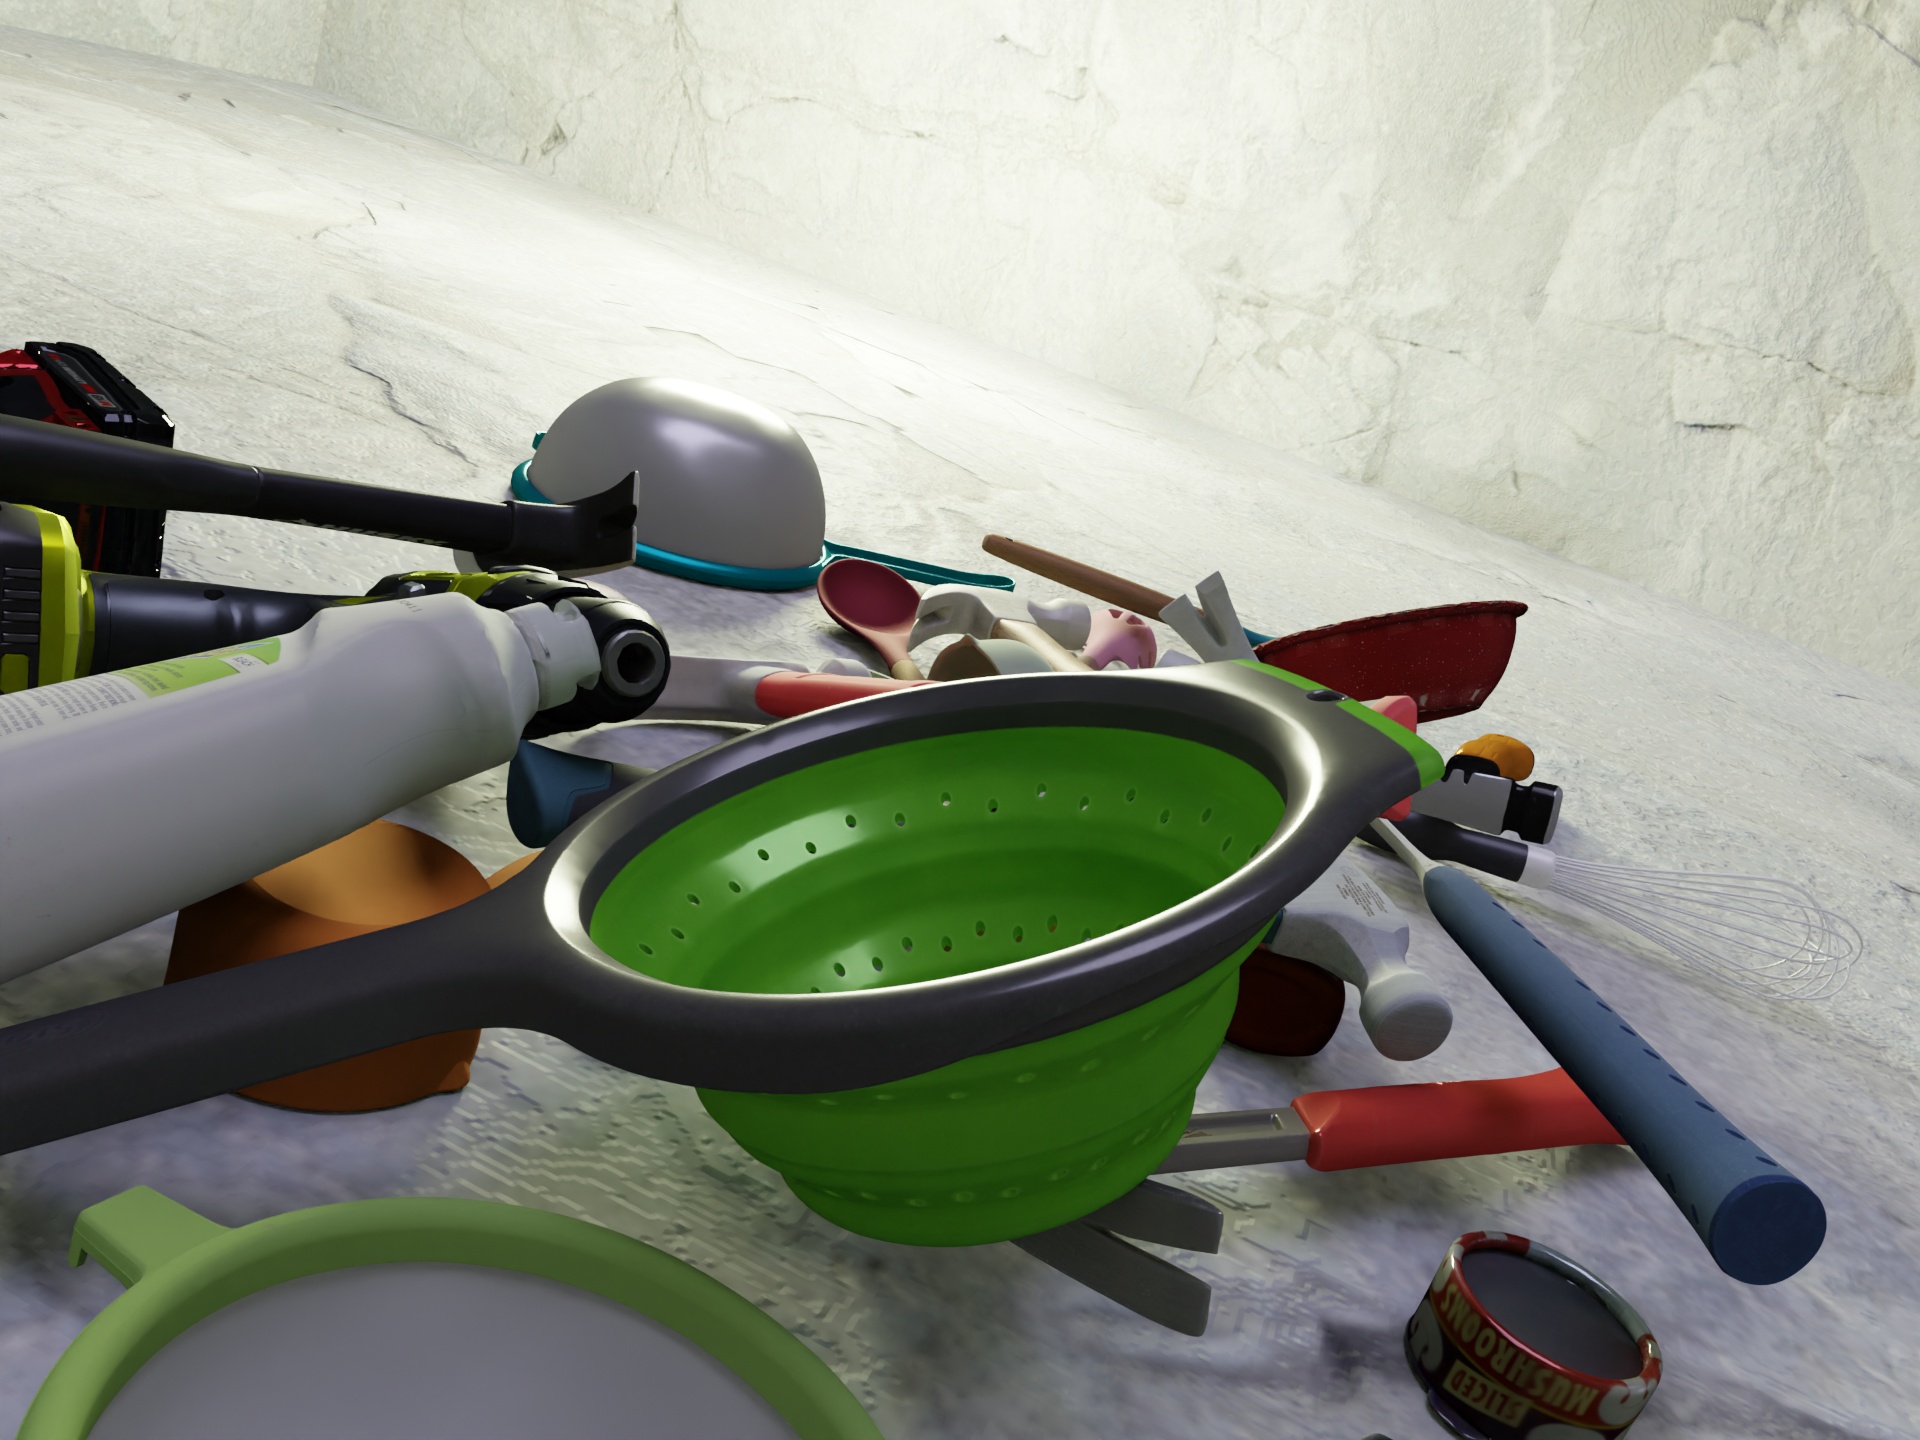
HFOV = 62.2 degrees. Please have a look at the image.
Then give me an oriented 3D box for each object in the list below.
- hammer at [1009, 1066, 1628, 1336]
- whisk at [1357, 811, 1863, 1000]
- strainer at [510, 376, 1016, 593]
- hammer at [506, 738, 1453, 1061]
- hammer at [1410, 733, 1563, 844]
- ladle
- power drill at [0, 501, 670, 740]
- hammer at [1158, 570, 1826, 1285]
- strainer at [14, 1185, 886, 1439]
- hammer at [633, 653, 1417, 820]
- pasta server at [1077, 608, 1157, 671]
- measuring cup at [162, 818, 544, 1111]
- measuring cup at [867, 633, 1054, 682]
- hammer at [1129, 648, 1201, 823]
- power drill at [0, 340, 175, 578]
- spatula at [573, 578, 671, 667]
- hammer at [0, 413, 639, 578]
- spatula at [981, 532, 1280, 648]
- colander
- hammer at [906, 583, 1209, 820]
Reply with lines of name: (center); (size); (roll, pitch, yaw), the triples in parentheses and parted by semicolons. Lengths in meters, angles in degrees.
hammer: (0.146, 0.138, 0.532); (0.358, 0.037, 0.149); (8, 2, -37)
whisk: (0.349, 0.090, 0.877); (0.284, 0.070, 0.070); (17, 19, 7)
strainer: (-0.112, -0.154, 1.037); (0.340, 0.095, 0.211); (11, 20, -18)
hammer: (0.006, 0.051, 0.570); (0.331, 0.033, 0.128); (10, 26, -14)
hammer: (0.302, 0.029, 0.960); (0.127, 0.034, 0.336); (15, 8, 22)
ladle: (-0.023, -0.016, 0.854); (0.069, 0.031, 0.316); (7, 24, -20)
power drill: (-0.228, -0.027, 0.540); (0.228, 0.080, 0.191); (1, 3, -39)
hammer: (0.182, 0.058, 0.624); (0.144, 0.035, 0.406); (52, 5, -26)
strainer: (-0.040, 0.165, 0.292); (0.256, 0.069, 0.152); (17, 15, -32)
hammer: (-0.001, -0.002, 0.602); (0.143, 0.038, 0.386); (3, 2, -37)
pasta server: (0.066, -0.018, 0.947); (0.060, 0.040, 0.316); (23, 23, 11)
measuring cup: (-0.163, 0.052, 0.489); (0.095, 0.052, 0.173); (23, 21, 11)
measuring cup: (-0.005, -0.008, 0.758); (0.038, 0.083, 0.168); (-7, 14, -30)
hammer: (0.112, 0.037, 0.825); (0.149, 0.036, 0.409); (26, 21, 17)
power drill: (-0.459, -0.113, 0.633); (0.226, 0.080, 0.188); (-7, 32, -46)
spatula: (-0.165, -0.049, 0.724); (0.059, 0.018, 0.316); (9, 7, -21)
hammer: (-0.271, -0.085, 0.569); (0.146, 0.035, 0.334); (-1, -4, 44)
spatula: (0.153, -0.053, 1.038); (0.317, 0.044, 0.082); (19, 23, -17)
colander: (-0.077, 0.082, 0.382); (0.397, 0.094, 0.205); (-14, 19, -13)
hammer: (0.074, -0.005, 0.797); (0.130, 0.031, 0.332); (6, 20, -28)
